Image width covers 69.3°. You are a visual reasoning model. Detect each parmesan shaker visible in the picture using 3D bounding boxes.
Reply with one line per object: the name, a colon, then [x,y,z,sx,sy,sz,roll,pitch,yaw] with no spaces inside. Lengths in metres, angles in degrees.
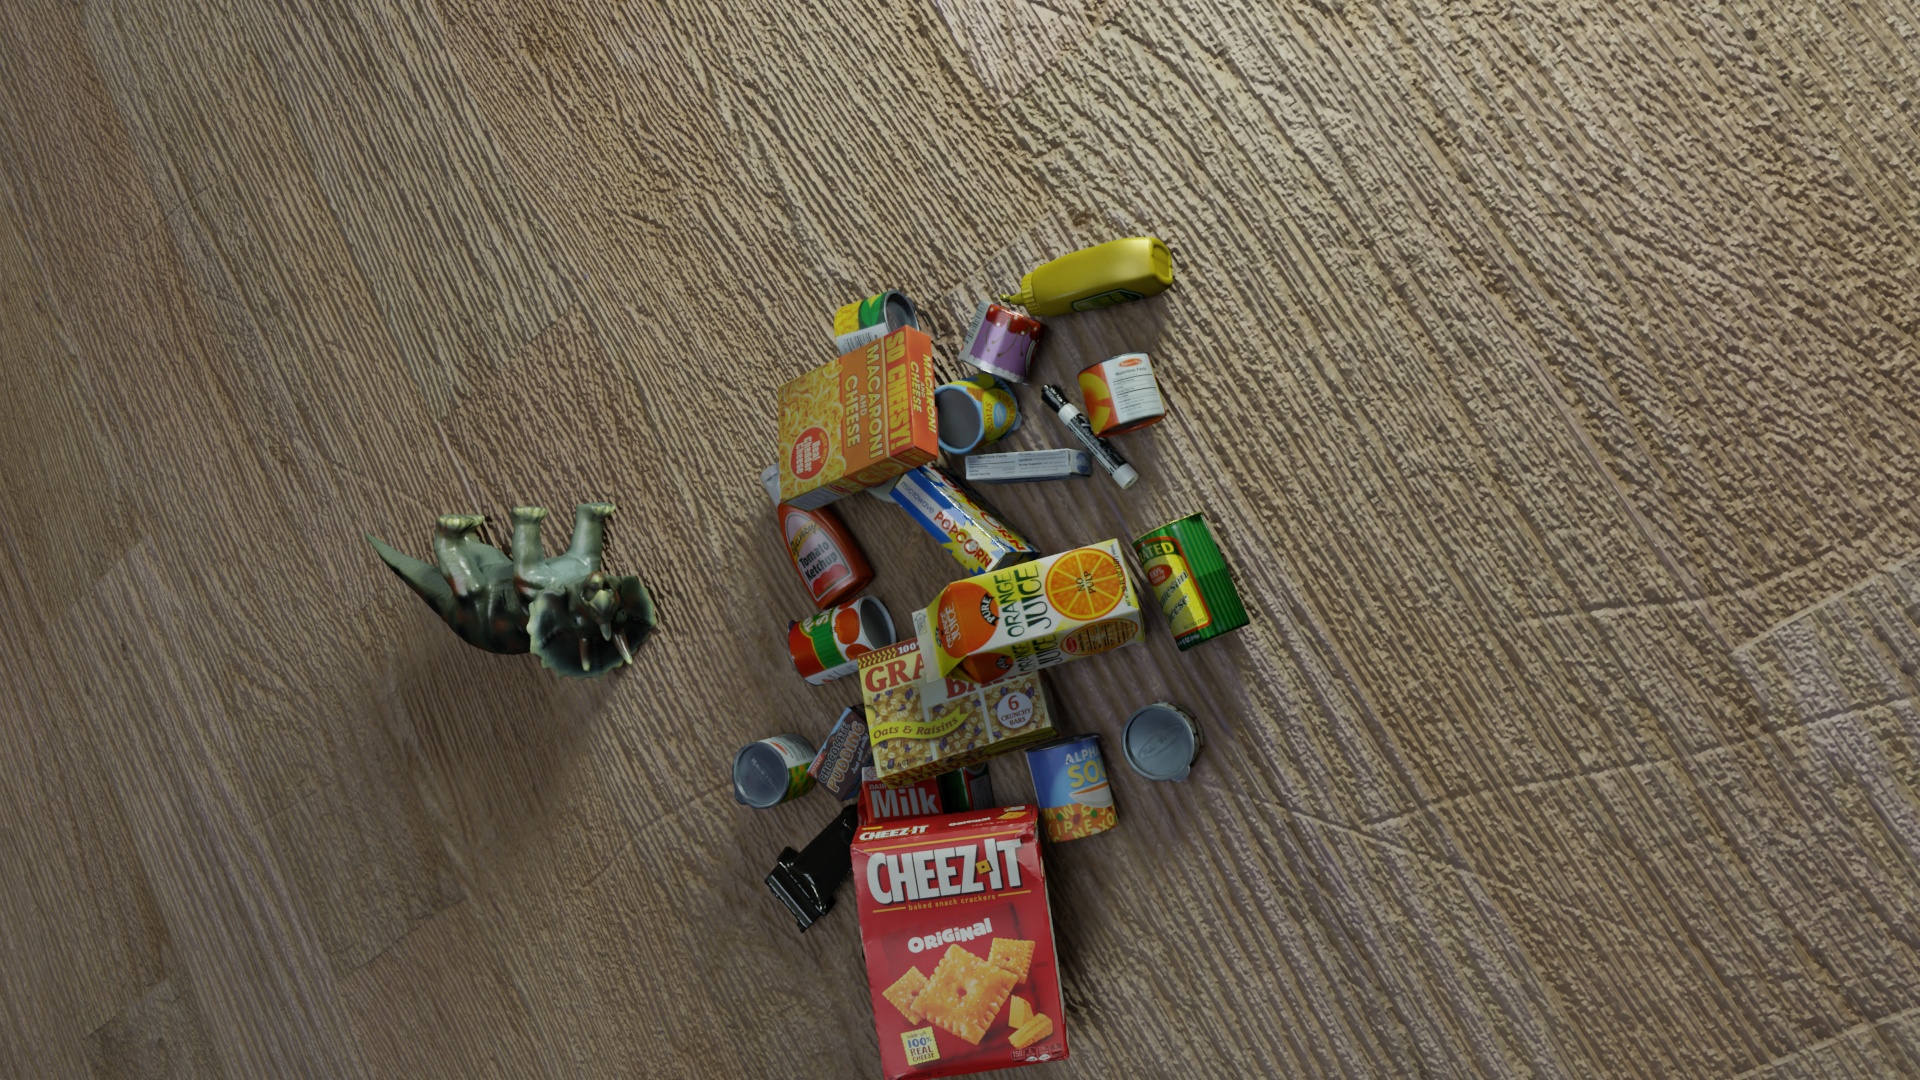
parmesan shaker: [0.198,0.035,1.184,0.071,0.071,0.103,-27,79,23]

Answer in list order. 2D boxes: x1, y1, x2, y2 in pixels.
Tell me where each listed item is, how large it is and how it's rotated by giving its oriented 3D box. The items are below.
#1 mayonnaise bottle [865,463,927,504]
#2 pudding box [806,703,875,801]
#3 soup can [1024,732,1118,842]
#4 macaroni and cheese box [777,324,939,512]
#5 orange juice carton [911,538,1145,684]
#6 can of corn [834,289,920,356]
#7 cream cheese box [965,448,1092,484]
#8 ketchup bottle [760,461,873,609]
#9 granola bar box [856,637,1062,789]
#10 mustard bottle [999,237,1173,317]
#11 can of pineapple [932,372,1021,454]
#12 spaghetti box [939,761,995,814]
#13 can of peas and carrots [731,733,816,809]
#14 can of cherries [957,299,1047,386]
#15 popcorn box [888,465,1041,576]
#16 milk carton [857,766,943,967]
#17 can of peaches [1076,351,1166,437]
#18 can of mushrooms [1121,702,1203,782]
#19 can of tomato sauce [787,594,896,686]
mayonnaise bottle: [-0.105,-0.081,1.343,0.148,0.041,0.064,17,97,25]
pudding box: [-0.107,0.206,1.353,0.050,0.030,0.083,39,106,21]
soup can: [0.101,0.219,1.233,0.071,0.071,0.084,-17,84,25]
macaroni and cheese box: [-0.096,-0.110,1.275,0.166,0.040,0.124,-20,64,35]
orange juice carton: [0.056,0.068,1.204,0.193,0.072,0.072,-15,61,3]
can of corn: [-0.078,-0.200,1.317,0.058,0.071,0.071,-13,85,26]
cream cheese box: [0.062,-0.066,1.257,0.104,0.053,0.024,-3,88,25]
ketchup bottle: [-0.146,-0.009,1.363,0.064,0.043,0.149,-37,75,22]
granola bar box: [-0.004,0.140,1.253,0.165,0.039,0.125,-18,59,9]
mustard bottle: [0.106,-0.228,1.231,0.160,0.065,0.049,-10,81,31]
can of pineapple: [0.011,-0.116,1.268,0.071,0.058,0.070,13,113,32]
spaghetti box: [0.016,0.286,1.284,0.028,0.050,0.250,-12,85,27]
can of peas and carrots: [-0.184,0.229,1.374,0.071,0.059,0.071,1,91,26]
can of cherries: [0.041,-0.179,1.261,0.071,0.071,0.058,26,101,23]
popcorn box: [0.005,-0.016,1.267,0.127,0.085,0.038,43,106,19]
milk carton: [-0.055,0.303,1.289,0.072,0.073,0.190,-1,92,-13]
can of peaches: [0.140,-0.126,1.214,0.071,0.071,0.058,-19,83,25]
can of mushrooms: [0.178,0.177,1.215,0.071,0.033,0.071,0,90,25]
can of tomato sauce: [-0.114,0.094,1.335,0.083,0.071,0.071,-23,81,23]
